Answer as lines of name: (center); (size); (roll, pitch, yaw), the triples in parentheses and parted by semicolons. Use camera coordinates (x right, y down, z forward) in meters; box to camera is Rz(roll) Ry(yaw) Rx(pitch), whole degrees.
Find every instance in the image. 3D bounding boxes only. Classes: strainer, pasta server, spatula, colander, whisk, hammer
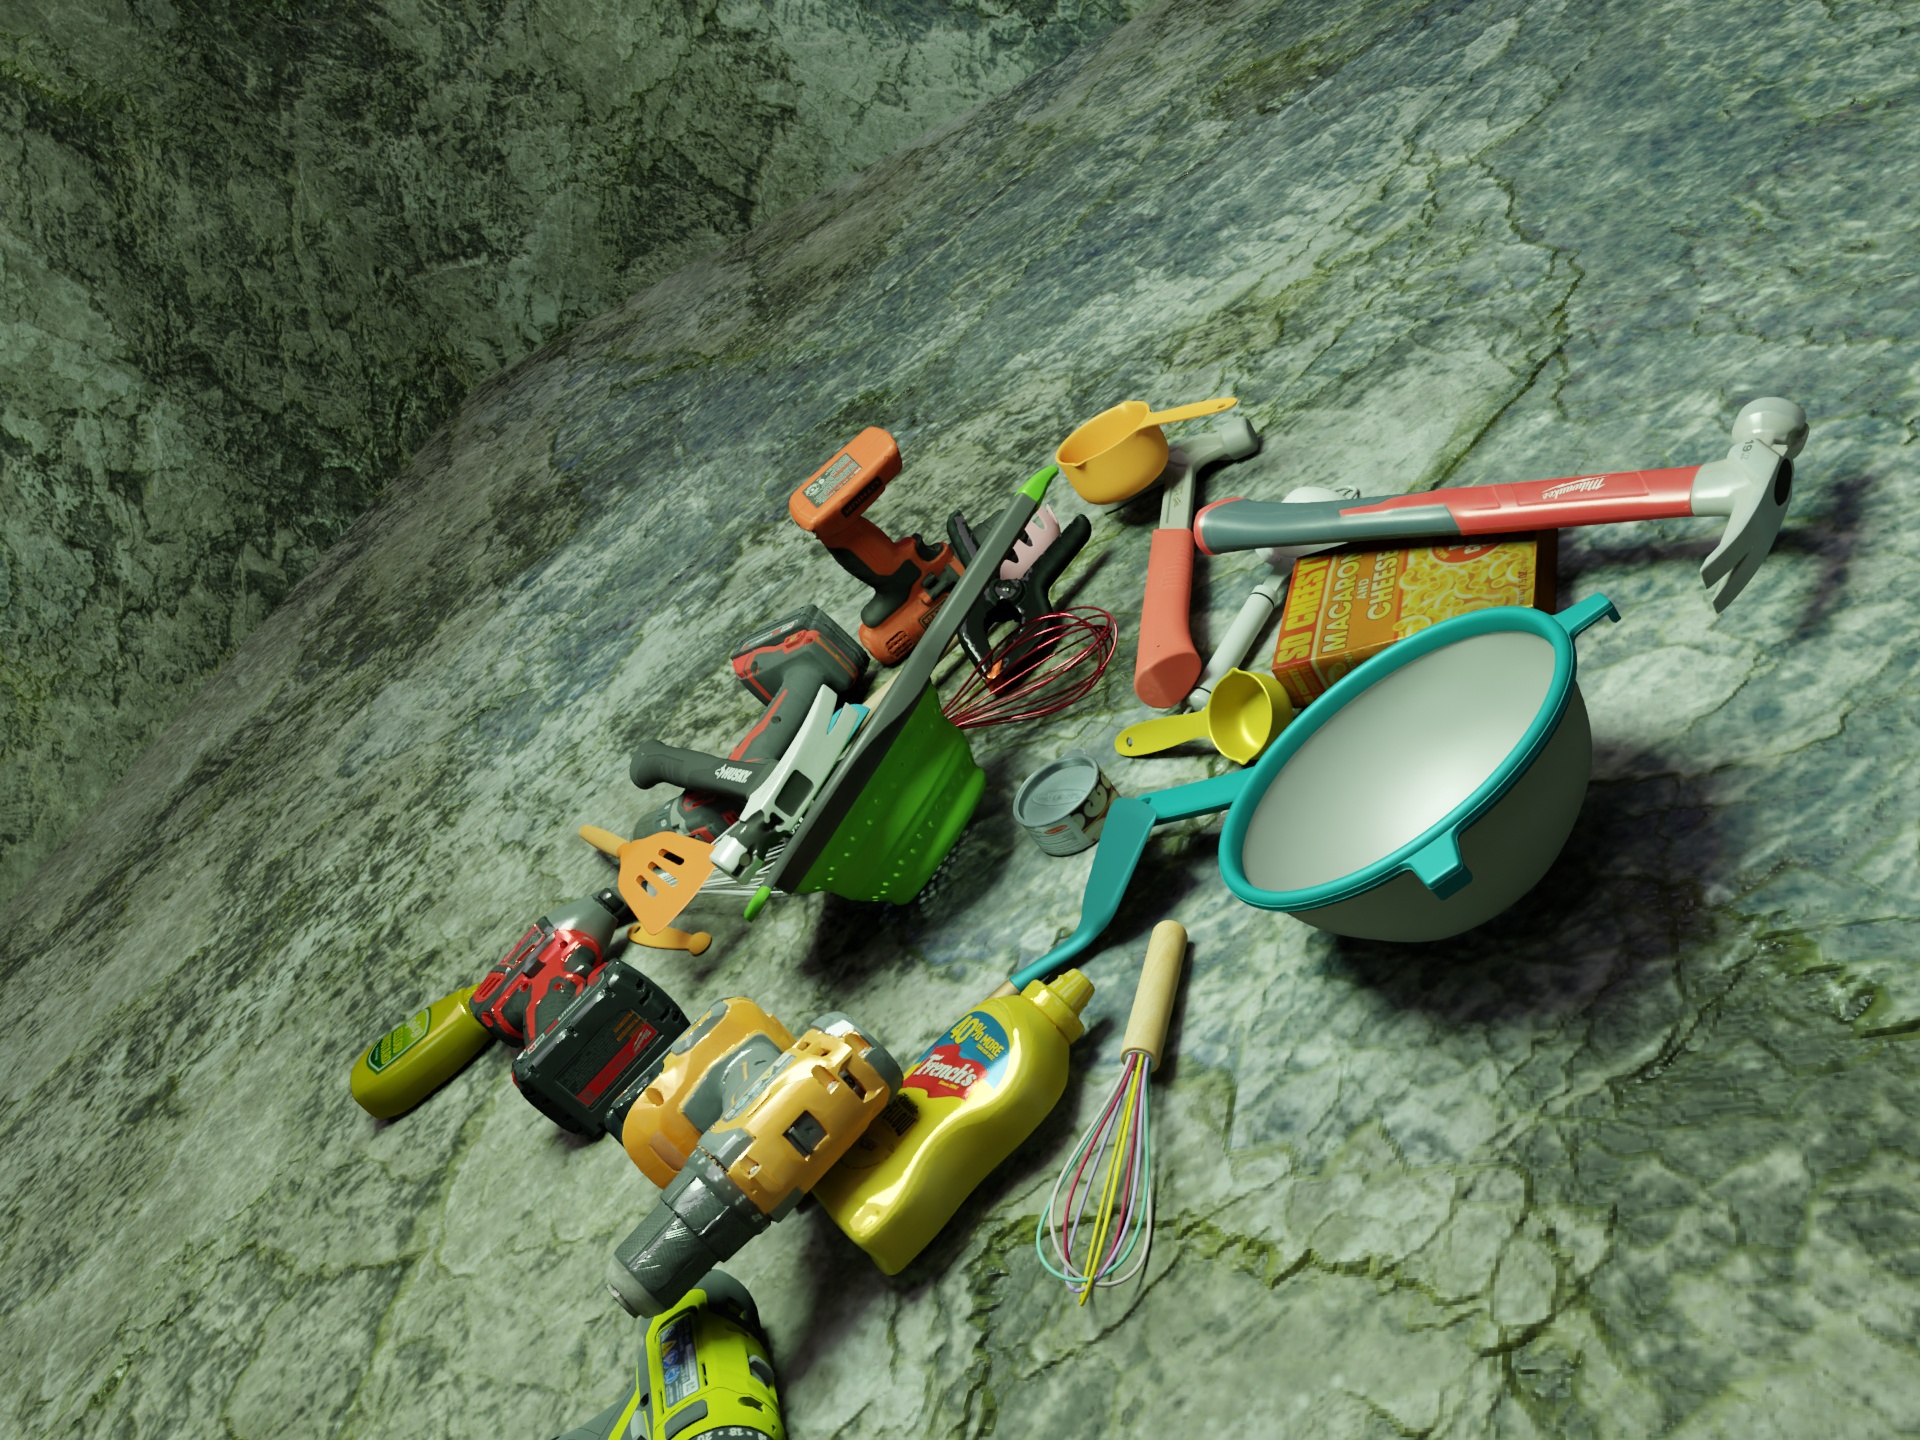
strainer: (0.212, 0.056, 0.873); (0.211, 0.095, 0.340); (-51, 15, -27)
pasta server: (-0.020, -0.067, 1.323); (0.040, 0.060, 0.316); (41, 71, 18)
spatula: (0.007, 0.171, 0.960); (0.317, 0.044, 0.082); (-43, 11, -7)
colander: (-0.005, -0.007, 1.120); (0.397, 0.094, 0.204); (-58, 3, -18)
whisk: (-0.215, 0.128, 1.267); (0.284, 0.070, 0.070); (-21, 32, 37)
strainer: (0.219, -0.093, 1.124); (0.087, 0.050, 0.258); (14, 58, 38)
whisk: (-0.002, -0.004, 1.219); (0.296, 0.073, 0.073); (-29, 29, 25)
spatula: (-0.270, 0.111, 1.295); (0.081, 0.041, 0.323); (-51, 19, -14)
whisk: (0.088, 0.198, 0.839); (0.051, 0.047, 0.245); (-7, 35, 24)
hammer: (0.153, -0.121, 1.217); (0.149, 0.036, 0.359); (-22, 28, 25)
hammer: (-0.185, 0.037, 1.211); (0.146, 0.035, 0.335); (-55, 24, -14)
hammer: (0.300, -0.119, 0.984); (0.386, 0.038, 0.143); (1, 47, 46)

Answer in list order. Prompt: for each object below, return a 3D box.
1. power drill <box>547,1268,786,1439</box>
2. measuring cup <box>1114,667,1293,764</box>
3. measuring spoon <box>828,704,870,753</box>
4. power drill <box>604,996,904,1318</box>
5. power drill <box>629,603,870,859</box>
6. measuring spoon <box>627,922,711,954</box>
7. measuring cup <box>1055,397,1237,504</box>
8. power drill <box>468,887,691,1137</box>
power drill: (-0.189, 0.406, 0.800); (0.228, 0.080, 0.191); (-33, 28, 1)
measuring cup: (0.159, 0.005, 1.051); (0.156, 0.029, 0.062); (-16, 77, 56)
measuring spoon: (-0.090, 0.008, 1.211); (0.042, 0.021, 0.128); (-57, 2, -8)
power drill: (-0.140, 0.244, 0.913); (0.185, 0.084, 0.226); (-45, 12, -20)
power drill: (-0.186, 0.022, 1.363); (0.188, 0.080, 0.227); (-21, 36, 42)
measuring spoon: (-0.235, 0.170, 1.263); (0.117, 0.011, 0.021); (1, 46, 48)
measuring cup: (0.159, -0.221, 1.286); (0.174, 0.052, 0.095); (-6, 37, 43)
power drill: (-0.289, 0.207, 1.198); (0.143, 0.078, 0.220); (-47, 27, -10)
